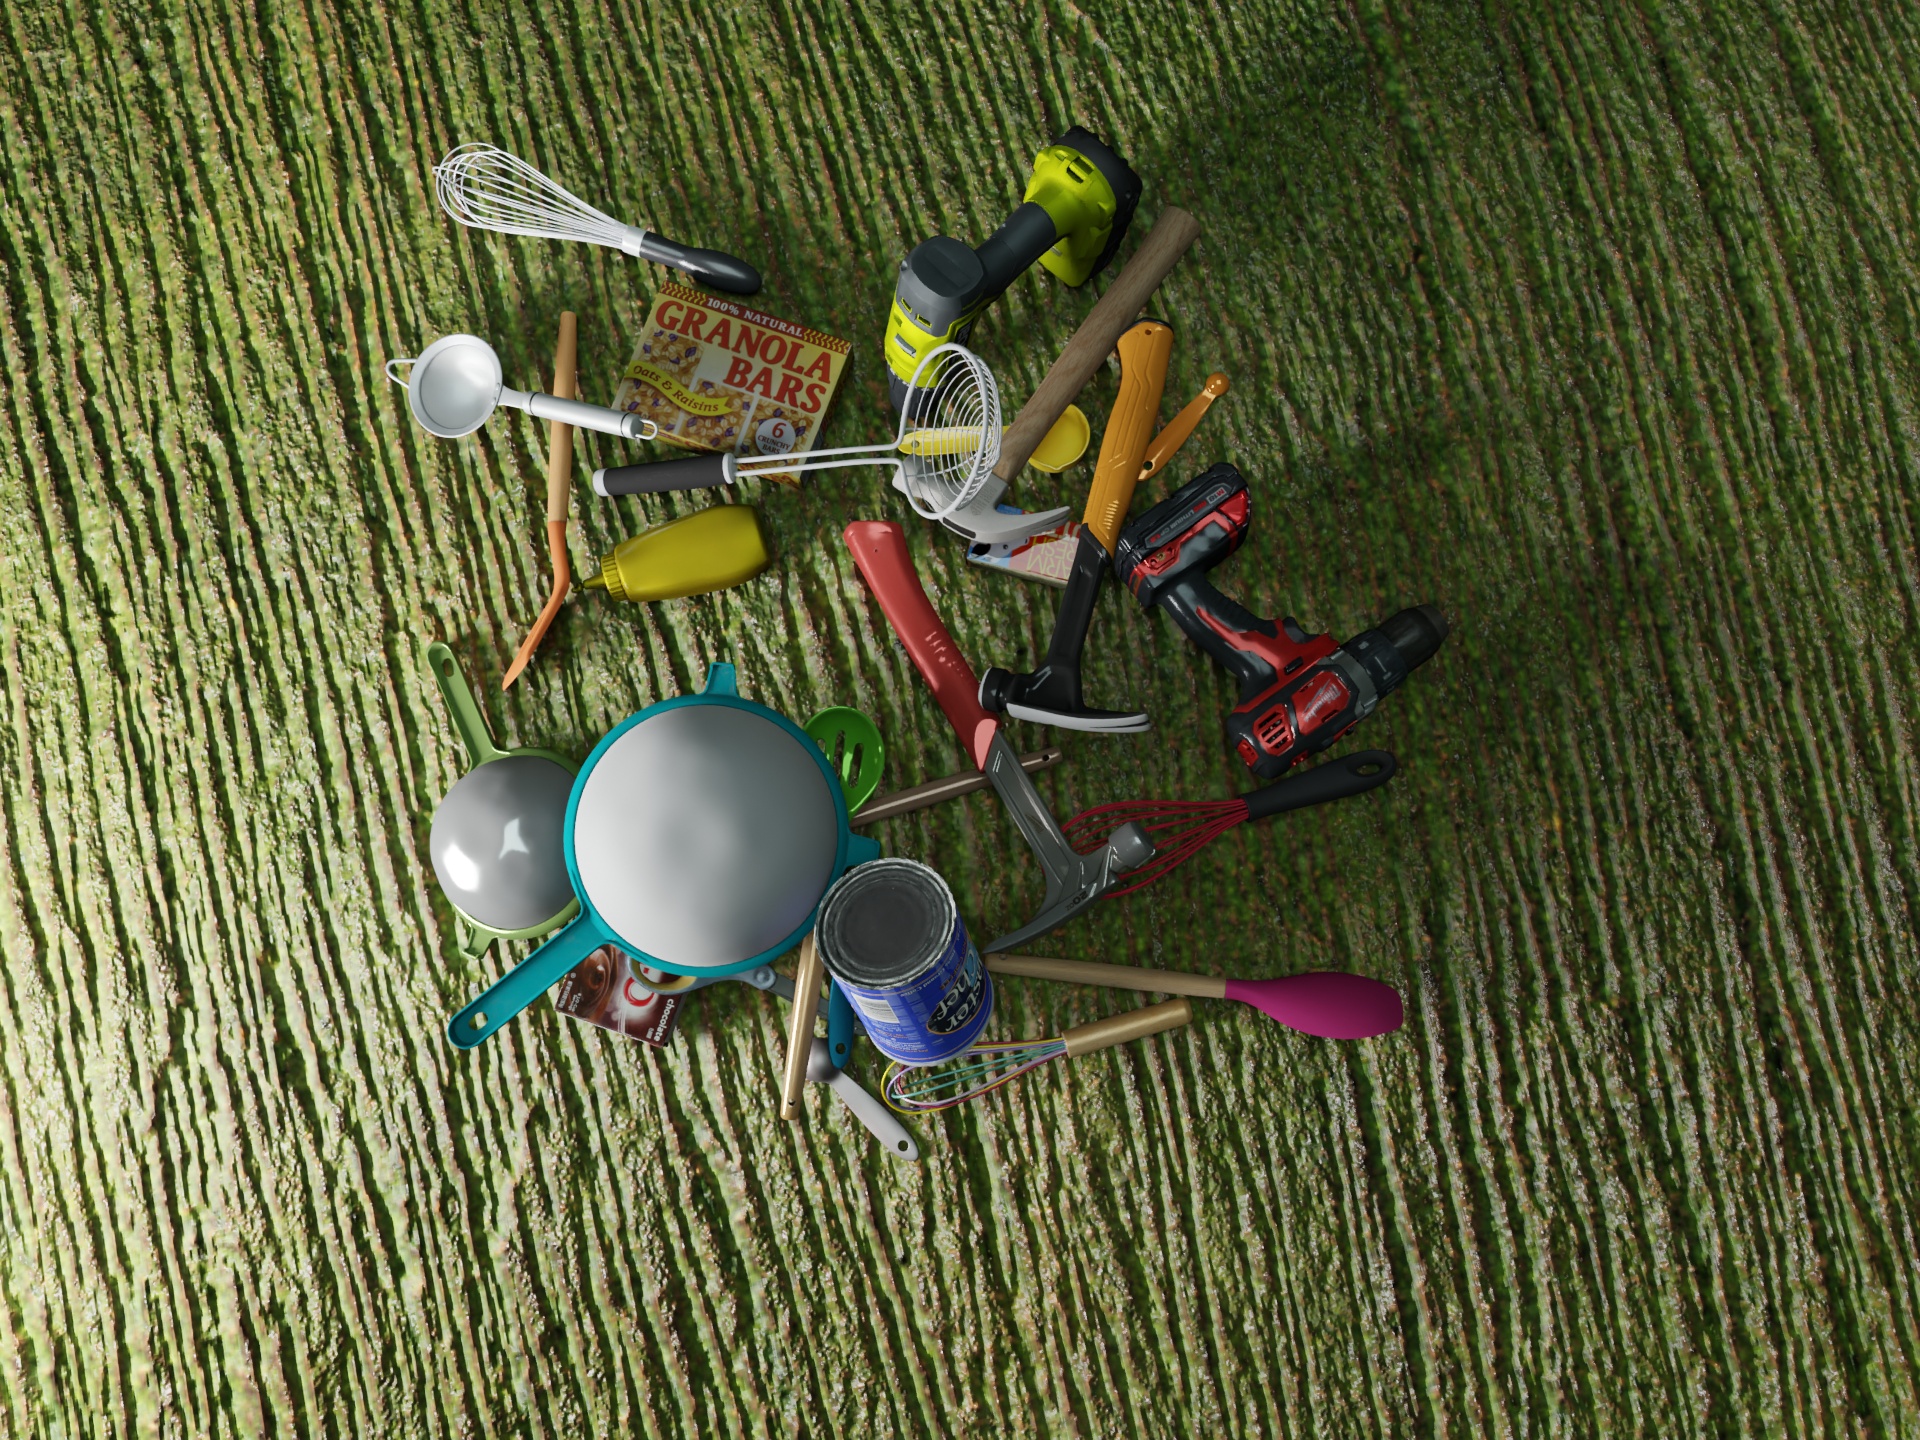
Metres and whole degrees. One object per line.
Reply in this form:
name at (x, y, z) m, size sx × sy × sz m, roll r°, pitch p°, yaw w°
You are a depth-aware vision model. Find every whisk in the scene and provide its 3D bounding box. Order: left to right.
whisk at (-0.300, -0.408, 1.318) m, size 0.284 × 0.070 × 0.070 m, roll 19°, pitch 81°, yaw -1°
whisk at (0.058, 0.250, 1.212) m, size 0.245 × 0.051 × 0.047 m, roll -15°, pitch 75°, yaw -5°
whisk at (0.202, 0.075, 1.232) m, size 0.296 × 0.073 × 0.073 m, roll -17°, pitch 81°, yaw -8°

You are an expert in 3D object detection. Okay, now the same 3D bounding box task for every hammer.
hammer at (-0.002, -0.004, 1.225) m, size 0.149 × 0.036 × 0.359 m, roll -36°, pitch 70°, yaw 14°
hammer at (0.093, -0.280, 1.275) m, size 0.130 × 0.031 × 0.331 m, roll 35°, pitch 79°, yaw 7°
hammer at (0.116, -0.153, 1.202) m, size 0.127 × 0.034 × 0.337 m, roll 11°, pitch 74°, yaw 17°

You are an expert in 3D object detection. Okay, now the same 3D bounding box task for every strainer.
strainer at (-0.372, 0.045, 1.226) m, size 0.151 × 0.069 × 0.256 m, roll -29°, pitch 75°, yaw 9°
strainer at (-0.347, -0.253, 1.272) m, size 0.258 × 0.050 × 0.087 m, roll 16°, pitch 90°, yaw 23°
strainer at (-0.235, 0.123, 1.139) m, size 0.340 × 0.095 × 0.211 m, roll -39°, pitch 90°, yaw -6°

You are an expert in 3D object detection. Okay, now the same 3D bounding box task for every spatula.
spatula at (-0.334, -0.183, 1.285) m, size 0.041 × 0.081 × 0.323 m, roll 7°, pitch 75°, yaw -27°

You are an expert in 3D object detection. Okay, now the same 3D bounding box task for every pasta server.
pasta server at (-0.071, 0.072, 1.244) m, size 0.316 × 0.040 × 0.060 m, roll -17°, pitch 90°, yaw -3°

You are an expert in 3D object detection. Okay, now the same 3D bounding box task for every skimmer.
skimmer at (-0.135, -0.205, 1.210) m, size 0.363 × 0.090 × 0.127 m, roll -3°, pitch 85°, yaw 20°

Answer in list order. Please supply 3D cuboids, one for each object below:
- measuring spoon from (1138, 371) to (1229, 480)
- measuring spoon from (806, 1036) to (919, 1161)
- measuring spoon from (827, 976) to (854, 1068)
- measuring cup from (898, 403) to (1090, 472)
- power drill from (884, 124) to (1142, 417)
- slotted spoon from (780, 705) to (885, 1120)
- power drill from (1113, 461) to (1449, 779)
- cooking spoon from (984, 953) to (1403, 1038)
measuring spoon at (0.181, -0.242, 1.305) m, size 0.021 × 0.011 × 0.117 m, roll 40°, pitch 83°, yaw 7°
measuring spoon at (-0.077, 0.292, 1.217) m, size 0.124 × 0.018 × 0.034 m, roll 44°, pitch 84°, yaw 6°
measuring spoon at (-0.087, 0.201, 1.219) m, size 0.042 × 0.021 × 0.129 m, roll 9°, pitch 72°, yaw -21°
measuring cup at (0.027, -0.227, 1.298) m, size 0.156 × 0.029 × 0.062 m, roll -3°, pitch 81°, yaw 3°
power drill at (0.029, -0.345, 1.253) m, size 0.080 × 0.190 × 0.228 m, roll 44°, pitch 70°, yaw 7°
slotted spoon at (-0.109, 0.145, 1.209) m, size 0.070 × 0.031 × 0.314 m, roll 8°, pitch 86°, yaw -6°
power drill at (0.247, -0.089, 1.236) m, size 0.188 × 0.080 × 0.227 m, roll -35°, pitch 77°, yaw -5°
cooking spoon at (0.177, 0.202, 1.218) m, size 0.319 × 0.017 × 0.069 m, roll 5°, pitch 38°, yaw 6°
